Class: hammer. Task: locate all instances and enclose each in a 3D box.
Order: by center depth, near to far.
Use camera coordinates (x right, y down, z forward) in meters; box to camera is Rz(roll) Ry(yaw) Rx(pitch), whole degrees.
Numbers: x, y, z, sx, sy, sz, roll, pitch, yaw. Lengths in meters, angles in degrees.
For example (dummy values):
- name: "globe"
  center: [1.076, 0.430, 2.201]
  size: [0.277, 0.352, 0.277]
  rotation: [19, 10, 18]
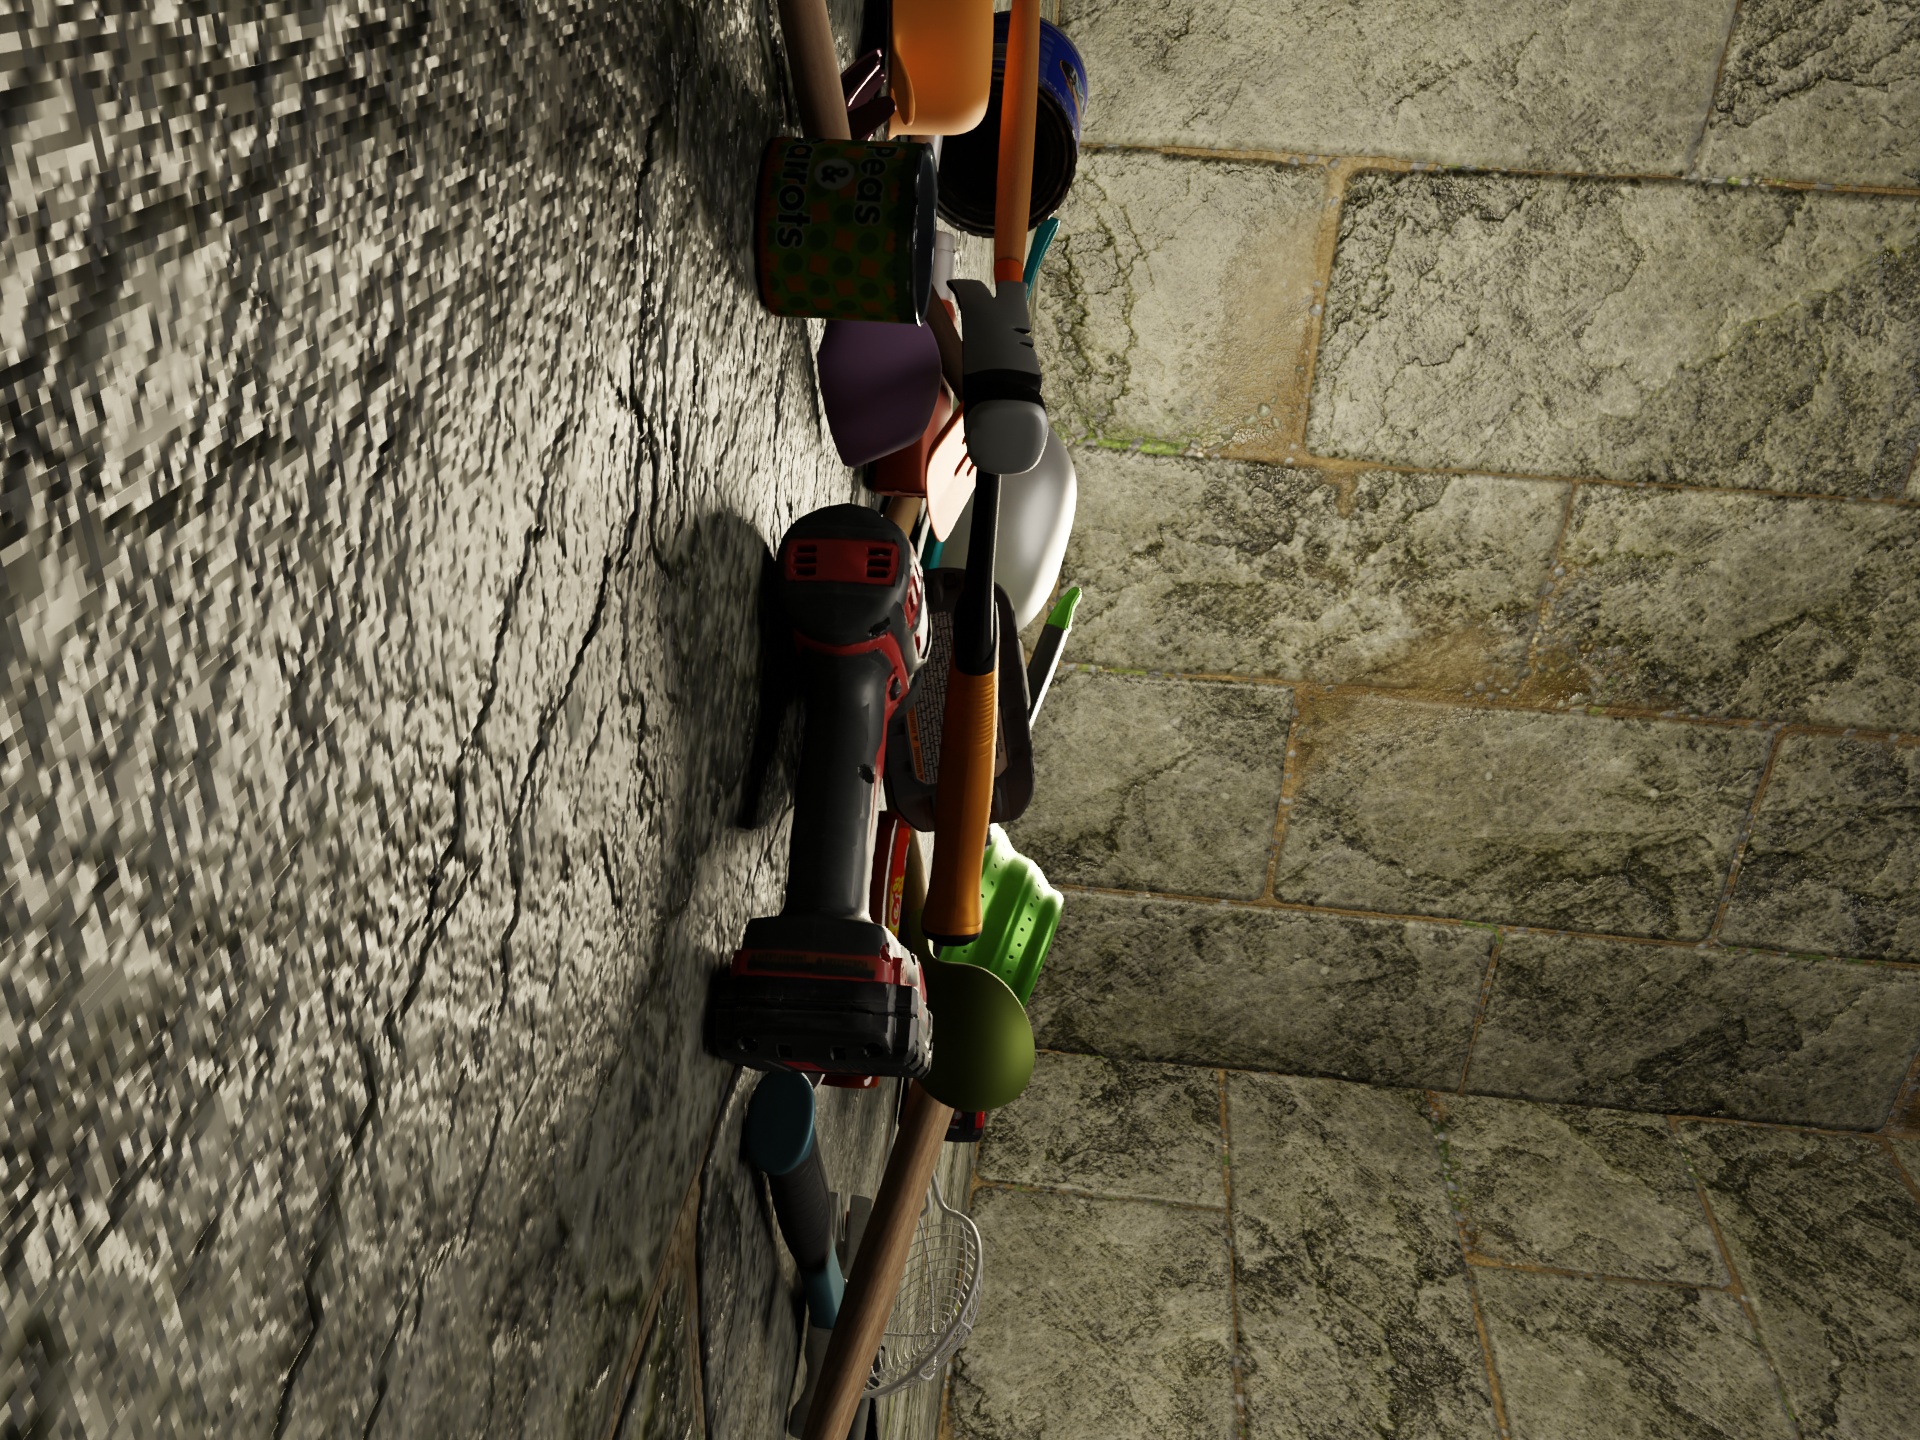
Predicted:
- name: "hammer"
  center: [0.004, -0.026, 0.719]
  size: [0.127, 0.034, 0.336]
  rotation: [-94, -174, -50]
- name: "hammer"
  center: [-0.055, 0.321, 0.800]
  size: [0.130, 0.031, 0.331]
  rotation: [86, 20, -53]
- name: "hammer"
  center: [-0.077, 0.269, 0.823]
  size: [0.330, 0.033, 0.128]
  rotation: [89, 8, -53]

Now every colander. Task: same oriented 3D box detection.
- name: "colander"
  center: [0.050, 0.094, 1.233]
  size: [0.204, 0.094, 0.397]
  rotation: [45, 66, -85]

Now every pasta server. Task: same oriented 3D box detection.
- name: "pasta server"
  center: [-0.015, -0.216, 0.785]
  size: [0.316, 0.040, 0.060]
  rotation: [45, 27, -73]

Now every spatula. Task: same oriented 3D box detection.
- name: "spatula"
  center: [-0.046, -0.209, 0.645]
  size: [0.315, 0.060, 0.018]
  rotation: [79, -15, -60]
- name: "spatula"
  center: [0.016, -0.246, 0.790]
  size: [0.081, 0.041, 0.323]
  rotation: [78, 16, -70]

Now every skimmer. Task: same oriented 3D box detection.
- name: "skimmer"
  center: [-0.049, 0.233, 1.019]
  size: [0.090, 0.127, 0.363]
  rotation: [9, 69, -45]

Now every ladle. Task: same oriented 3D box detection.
- name: "ladle"
  center: [-0.015, 0.103, 0.935]
  size: [0.320, 0.062, 0.078]
  rotation: [-105, -148, -58]

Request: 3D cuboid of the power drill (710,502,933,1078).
- name: "power drill"
  center: [-0.048, 0.038, 0.696]
  size: [0.187, 0.080, 0.227]
  rotation: [82, 11, -74]

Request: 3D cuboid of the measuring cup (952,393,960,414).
- name: "measuring cup"
  center: [-0.014, -0.210, 1.022]
  size: [0.083, 0.038, 0.168]
  rotation: [58, 16, -30]

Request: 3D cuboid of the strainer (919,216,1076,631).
- name: "strainer"
  center: [0.049, -0.195, 1.150]
  size: [0.211, 0.095, 0.340]
  rotation: [93, 14, -86]

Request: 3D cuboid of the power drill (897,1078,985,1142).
- name: "power drill"
  center: [0.003, 0.281, 1.381]
  size: [0.219, 0.078, 0.143]
  rotation: [108, -8, -54]

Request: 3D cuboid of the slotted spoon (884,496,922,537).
- name: "slotted spoon"
  center: [-0.033, -0.142, 1.004]
  size: [0.314, 0.031, 0.070]
  rotation: [-75, 169, -58]

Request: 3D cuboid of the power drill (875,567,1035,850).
- name: "power drill"
  center: [-0.001, -0.003, 0.923]
  size: [0.223, 0.080, 0.171]
  rotation: [21, 61, -89]

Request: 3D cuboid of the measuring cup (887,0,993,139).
- name: "measuring cup"
  center: [-0.007, -0.317, 0.769]
  size: [0.174, 0.052, 0.095]
  rotation: [-98, -171, -54]

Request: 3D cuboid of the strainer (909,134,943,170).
- name: "strainer"
  center: [-0.014, -0.382, 0.895]
  size: [0.087, 0.050, 0.258]
  rotation: [-50, 152, -67]

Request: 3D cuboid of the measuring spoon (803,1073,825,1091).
- name: "measuring spoon"
  center: [-0.061, 0.165, 0.807]
  size: [0.124, 0.018, 0.034]
  rotation: [9, 87, -67]
